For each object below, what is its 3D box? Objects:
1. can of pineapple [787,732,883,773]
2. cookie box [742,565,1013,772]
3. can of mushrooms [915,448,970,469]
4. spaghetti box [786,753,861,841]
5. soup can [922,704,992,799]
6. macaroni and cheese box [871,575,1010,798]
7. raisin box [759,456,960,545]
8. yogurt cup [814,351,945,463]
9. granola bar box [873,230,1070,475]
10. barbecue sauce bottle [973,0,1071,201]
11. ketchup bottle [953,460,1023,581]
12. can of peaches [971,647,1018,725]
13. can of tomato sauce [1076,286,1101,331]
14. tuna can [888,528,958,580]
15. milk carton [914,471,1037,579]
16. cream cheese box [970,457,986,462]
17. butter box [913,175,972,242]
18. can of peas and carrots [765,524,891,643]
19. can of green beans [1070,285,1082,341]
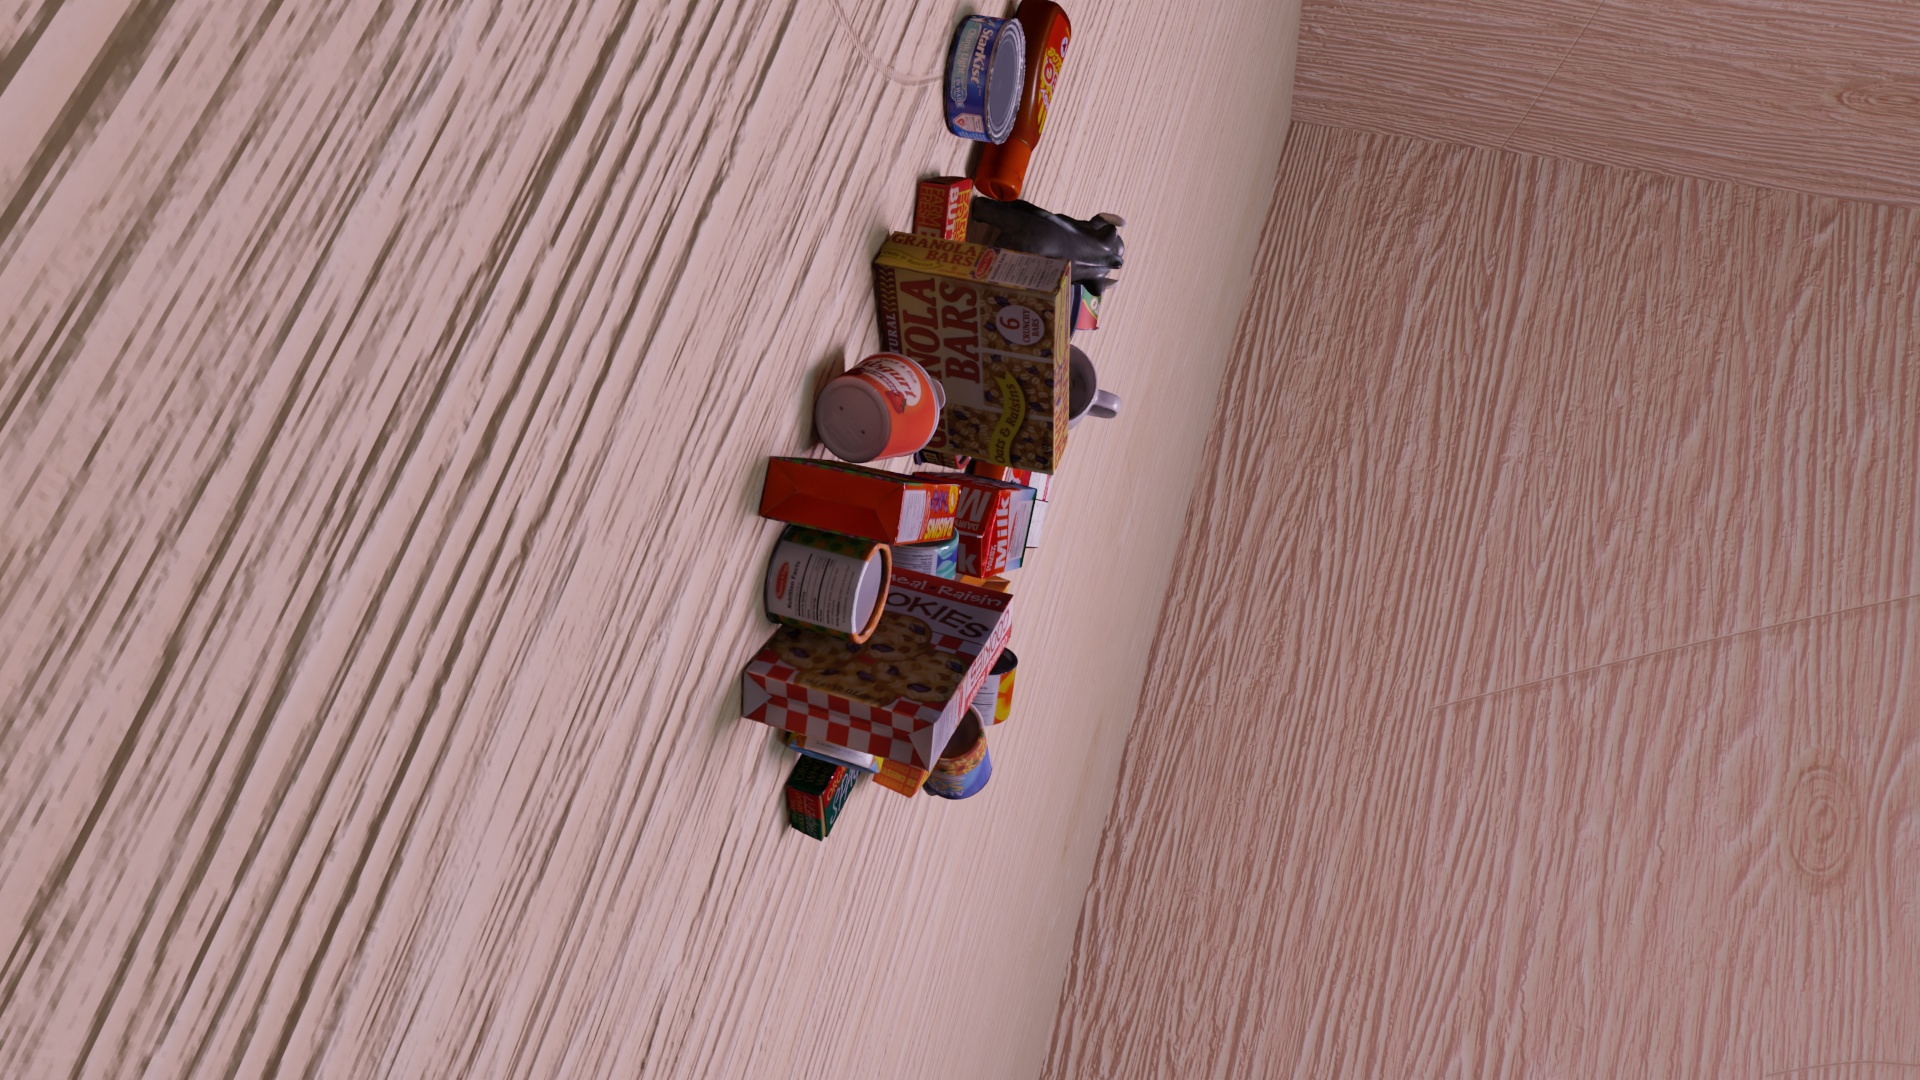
[{"bbox_3d":[-0.078,0.121,0.939,0.071,0.071,0.058,61,44,-69],"label":"can of pineapple"},{"bbox_3d":[-0.048,0.074,0.896,0.168,0.123,0.040,-53,153,-59],"label":"cookie box"},{"bbox_3d":[-0.009,-0.088,1.088,0.071,0.033,0.071,11,92,-77],"label":"can of mushrooms"},{"bbox_3d":[-0.067,0.115,1.049,0.251,0.029,0.049,-62,159,-47],"label":"spaghetti box"},{"bbox_3d":[-0.009,0.192,1.270,0.083,0.071,0.072,80,27,-56],"label":"soup can"},{"bbox_3d":[-0.013,0.114,1.149,0.124,0.040,0.166,-45,157,-74],"label":"macaroni and cheese box"},{"bbox_3d":[-0.057,-0.024,0.850,0.123,0.086,0.040,-8,108,-75],"label":"raisin box"},{"bbox_3d":[-0.054,-0.080,0.862,0.054,0.072,0.072,-32,133,-60],"label":"yogurt cup"},{"bbox_3d":[0.011,-0.124,0.946,0.164,0.124,0.039,86,22,-48],"label":"granola bar box"},{"bbox_3d":[0.046,-0.335,1.065,0.064,0.044,0.149,50,54,-72],"label":"barbecue sauce bottle"},{"bbox_3d":[0.021,-0.013,1.251,0.064,0.043,0.149,26,78,-76],"label":"ketchup bottle"},{"bbox_3d":[0.019,0.135,1.323,0.071,0.071,0.057,-48,148,-63],"label":"can of peaches"},{"bbox_3d":[0.105,-0.245,1.316,0.071,0.071,0.082,-36,137,-69],"label":"can of tomato sauce"},{"bbox_3d":[-0.034,0.006,1.006,0.071,0.071,0.032,-50,149,-61],"label":"tuna can"},{"bbox_3d":[0.004,-0.014,1.125,0.191,0.072,0.073,-11,113,-76],"label":"milk carton"},{"bbox_3d":[0.019,-0.122,1.186,0.103,0.024,0.054,86,21,-49],"label":"cream cheese box"},{"bbox_3d":[-0.015,-0.204,0.980,0.053,0.024,0.103,-47,147,-64],"label":"butter box"},{"bbox_3d":[-0.080,0.025,0.862,0.071,0.059,0.071,12,92,-76],"label":"can of peas and carrots"},{"bbox_3d":[0.074,-0.212,1.247,0.071,0.058,0.071,11,91,-76],"label":"can of green beans"}]
